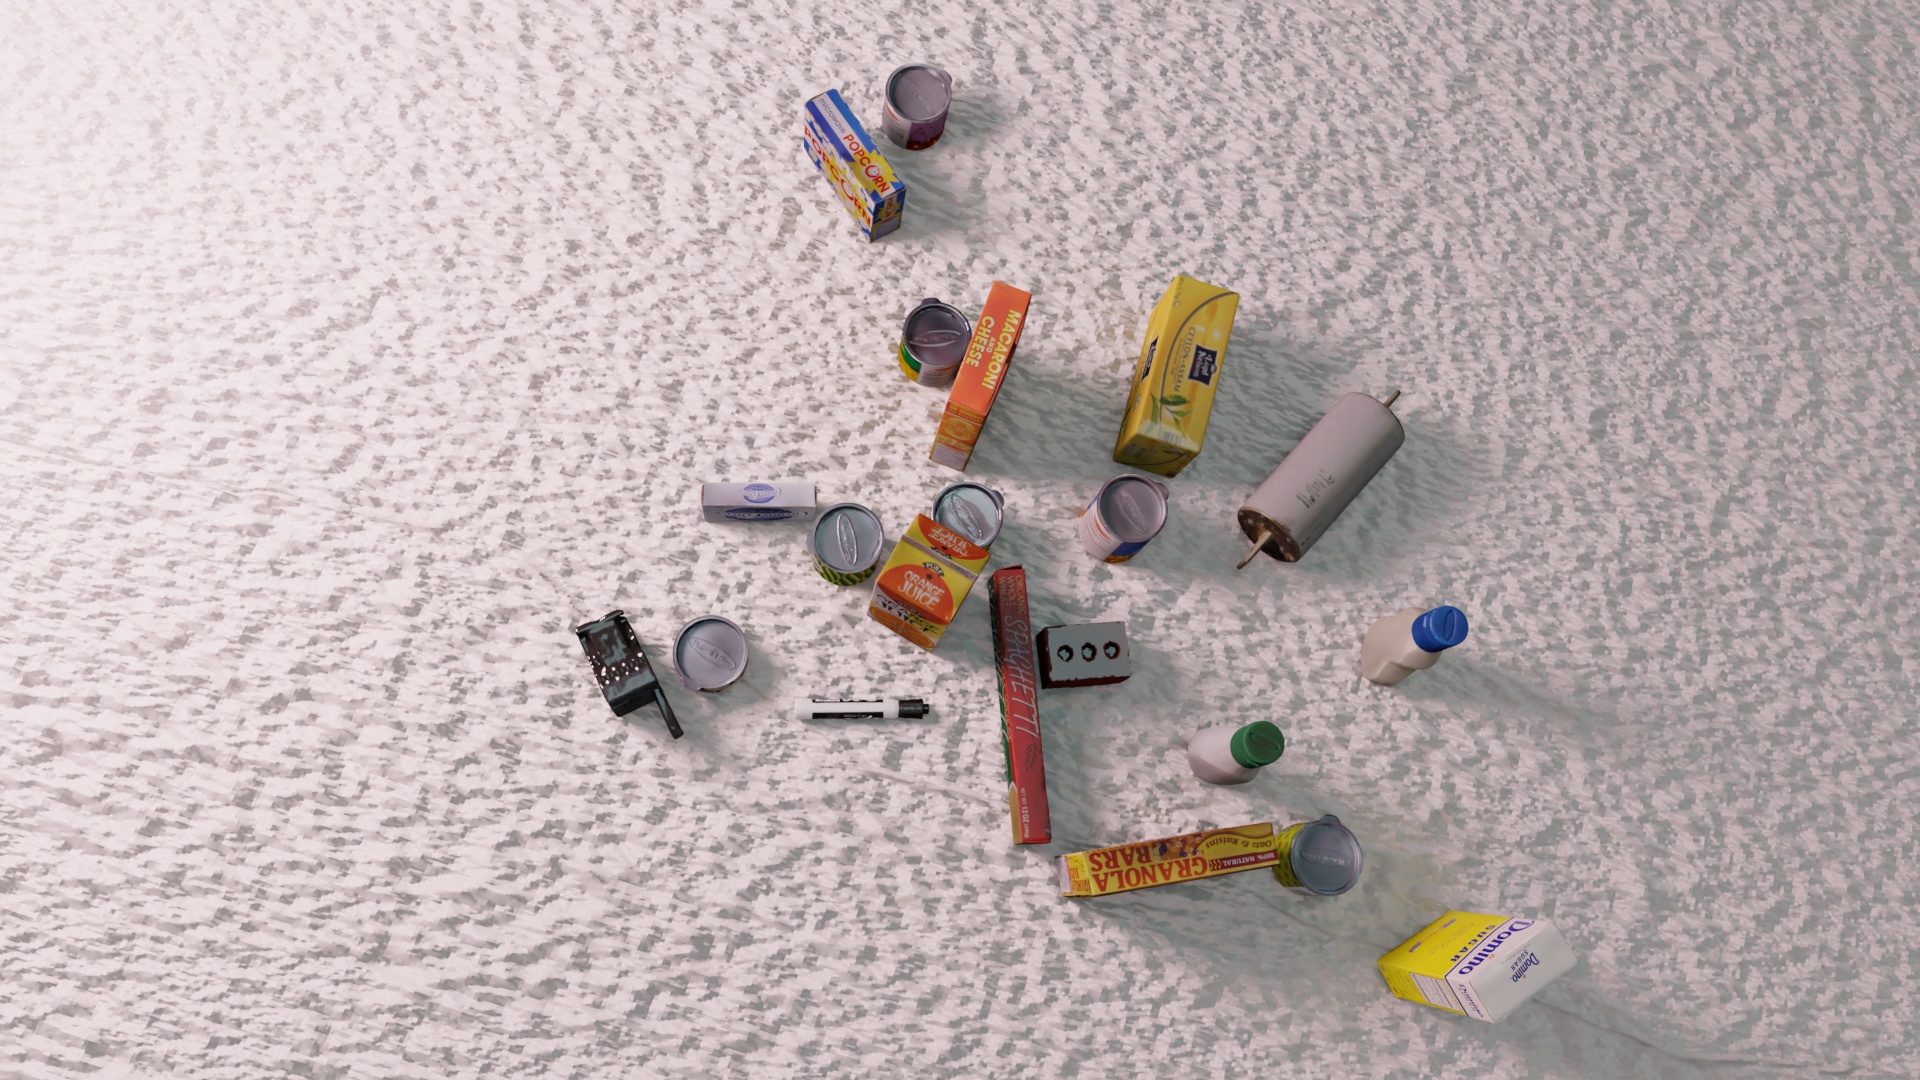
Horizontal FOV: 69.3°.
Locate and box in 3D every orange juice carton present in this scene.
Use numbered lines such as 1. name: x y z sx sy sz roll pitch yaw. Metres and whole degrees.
1. orange juice carton: -0.028 0.035 1.202 0.072 0.192 0.073 31 74 1

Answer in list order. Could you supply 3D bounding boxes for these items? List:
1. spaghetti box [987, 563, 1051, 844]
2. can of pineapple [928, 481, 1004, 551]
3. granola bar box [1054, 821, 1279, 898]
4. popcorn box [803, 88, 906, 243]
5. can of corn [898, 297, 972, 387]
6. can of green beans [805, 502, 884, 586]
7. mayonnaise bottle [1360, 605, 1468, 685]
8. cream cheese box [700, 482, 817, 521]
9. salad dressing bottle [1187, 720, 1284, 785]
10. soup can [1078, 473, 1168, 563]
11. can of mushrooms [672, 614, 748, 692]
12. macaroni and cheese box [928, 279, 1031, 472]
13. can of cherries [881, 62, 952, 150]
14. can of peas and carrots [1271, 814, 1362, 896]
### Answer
1. spaghetti box: 0.053 0.148 1.257 0.029 0.050 0.250 -3 76 -8
2. can of pineapple: 0.005 -0.016 1.291 0.071 0.057 0.071 2 75 -7
3. granola bar box: 0.175 0.277 1.200 0.166 0.124 0.039 -7 77 -9
4. popcorn box: -0.105 -0.365 1.355 0.038 0.085 0.127 -32 82 -14
5. can of corn: -0.026 -0.189 1.333 0.071 0.058 0.071 2 75 -7
6. can of green beans: -0.104 0.004 1.270 0.071 0.057 0.071 2 75 -7
7. mayonnaise bottle: 0.414 0.092 1.270 0.041 0.147 0.065 15 74 -3
8. cream cheese box: -0.184 -0.035 1.272 0.104 0.053 0.024 0 76 -8
9. salad dressing bottle: 0.243 0.186 1.222 0.064 0.147 0.044 26 74 0
10. soup can: 0.153 -0.020 1.298 0.071 0.083 0.071 2 75 -7
11. can of mushrooms: -0.224 0.104 1.240 0.071 0.033 0.071 2 75 -7
12. macaroni and cheese box: 0.017 -0.147 1.271 0.040 0.166 0.124 21 74 -2
13. can of cherries: -0.042 -0.436 1.396 0.071 0.058 0.071 2 75 -7
14. can of peas and carrots: 0.320 0.284 1.252 0.071 0.058 0.071 2 75 -7
